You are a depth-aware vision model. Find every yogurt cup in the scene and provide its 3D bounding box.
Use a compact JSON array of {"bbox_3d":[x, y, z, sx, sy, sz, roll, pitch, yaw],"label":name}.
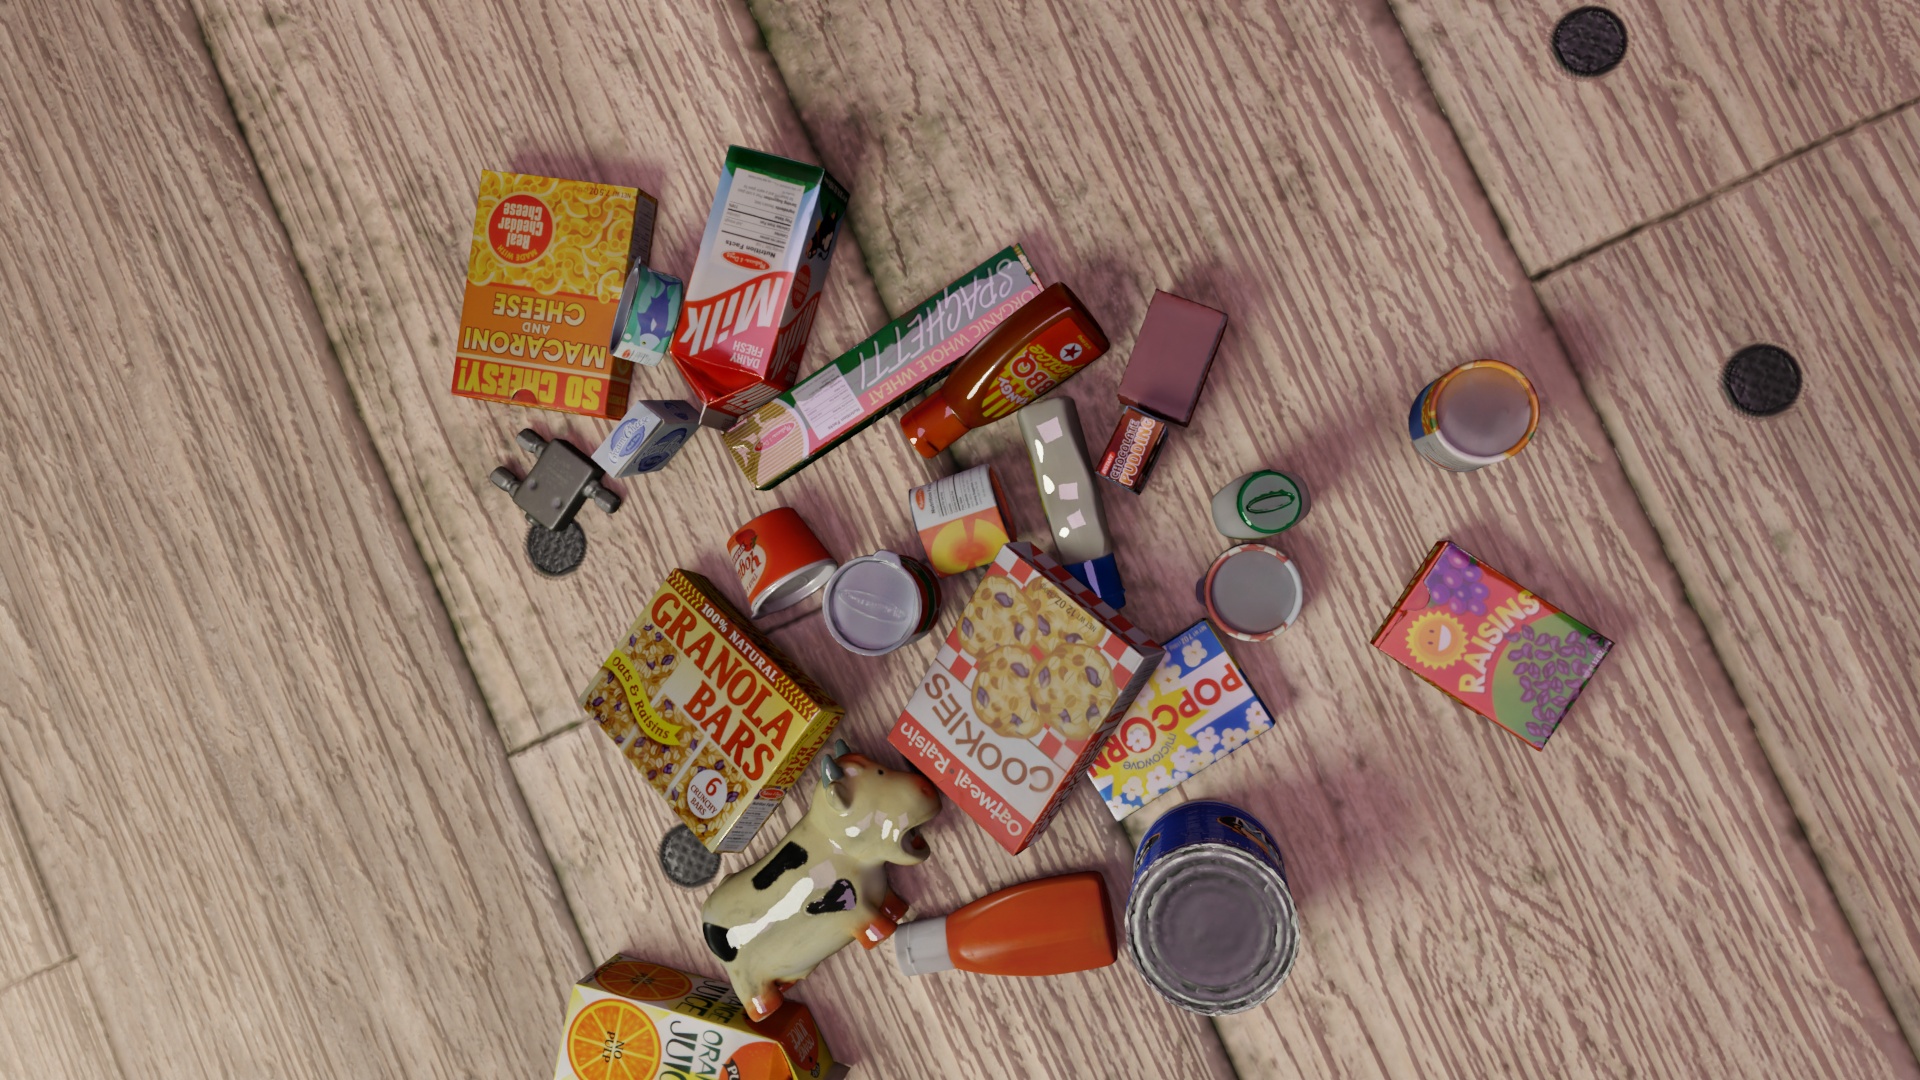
[{"bbox_3d":[-0.127,0.013,0.974,0.072,0.072,0.054,-34,77,8],"label":"yogurt cup"}]

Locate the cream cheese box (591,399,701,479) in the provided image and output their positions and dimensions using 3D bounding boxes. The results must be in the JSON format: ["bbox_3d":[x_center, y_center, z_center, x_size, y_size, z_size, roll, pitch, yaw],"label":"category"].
[{"bbox_3d":[-0.216,-0.072,0.968,0.024,0.104,0.053,42,98,0],"label":"cream cheese box"}]

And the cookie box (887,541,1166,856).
[{"bbox_3d":[0.039,0.104,0.922,0.123,0.040,0.167,39,110,24],"label":"cookie box"}]

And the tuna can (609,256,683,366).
[{"bbox_3d":[-0.217,-0.158,0.960,0.033,0.071,0.071,16,93,-23],"label":"tuna can"}]

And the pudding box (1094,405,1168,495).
[{"bbox_3d":[0.115,-0.059,0.924,0.030,0.084,0.049,27,94,9],"label":"pudding box"}]

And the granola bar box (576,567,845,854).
[{"bbox_3d":[-0.174,0.116,0.963,0.166,0.039,0.124,39,95,29],"label":"granola bar box"}]

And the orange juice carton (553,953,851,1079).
[{"bbox_3d":[-0.176,0.357,0.972,0.193,0.072,0.073,12,92,9],"label":"orange juice carton"}]

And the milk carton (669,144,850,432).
[{"bbox_3d":[-0.145,-0.169,0.974,0.073,0.072,0.190,17,91,9],"label":"milk carton"}]

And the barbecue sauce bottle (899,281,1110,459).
[{"bbox_3d":[0.027,-0.112,0.952,0.148,0.064,0.044,-35,50,14],"label":"barbecue sauce bottle"}]

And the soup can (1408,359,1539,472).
[{"bbox_3d":[0.328,-0.082,0.890,0.071,0.084,0.071,0,89,9],"label":"soup can"}]

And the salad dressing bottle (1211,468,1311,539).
[{"bbox_3d":[0.191,-0.023,0.878,0.064,0.148,0.044,-14,88,9],"label":"salad dressing bottle"}]

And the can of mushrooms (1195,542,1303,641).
[{"bbox_3d":[0.195,0.035,0.936,0.071,0.033,0.071,0,90,9],"label":"can of mushrooms"}]

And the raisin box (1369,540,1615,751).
[{"bbox_3d":[0.345,0.067,0.908,0.123,0.040,0.086,34,96,9],"label":"raisin box"}]

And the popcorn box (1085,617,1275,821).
[{"bbox_3d":[0.137,0.120,0.941,0.126,0.038,0.085,-33,85,7],"label":"popcorn box"}]

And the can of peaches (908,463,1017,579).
[{"bbox_3d":[0.003,-0.012,0.952,0.058,0.071,0.071,-19,87,8],"label":"can of peaches"}]

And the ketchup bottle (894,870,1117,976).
[{"bbox_3d":[0.030,0.270,0.954,0.149,0.043,0.064,-12,87,9],"label":"ketchup bottle"}]

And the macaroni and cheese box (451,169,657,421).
[{"bbox_3d":[-0.297,-0.178,1.014,0.124,0.040,0.166,9,91,10],"label":"macaroni and cheese box"}]

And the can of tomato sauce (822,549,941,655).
[{"bbox_3d":[-0.051,0.041,0.950,0.071,0.083,0.071,0,90,9],"label":"can of tomato sauce"}]

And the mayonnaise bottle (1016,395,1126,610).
[{"bbox_3d":[0.076,-0.023,0.942,0.041,0.065,0.148,-15,91,8],"label":"mayonnaise bottle"}]

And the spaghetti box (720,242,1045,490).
[{"bbox_3d":[-0.051,-0.120,0.979,0.250,0.029,0.050,-32,85,8],"label":"spaghetti box"}]
